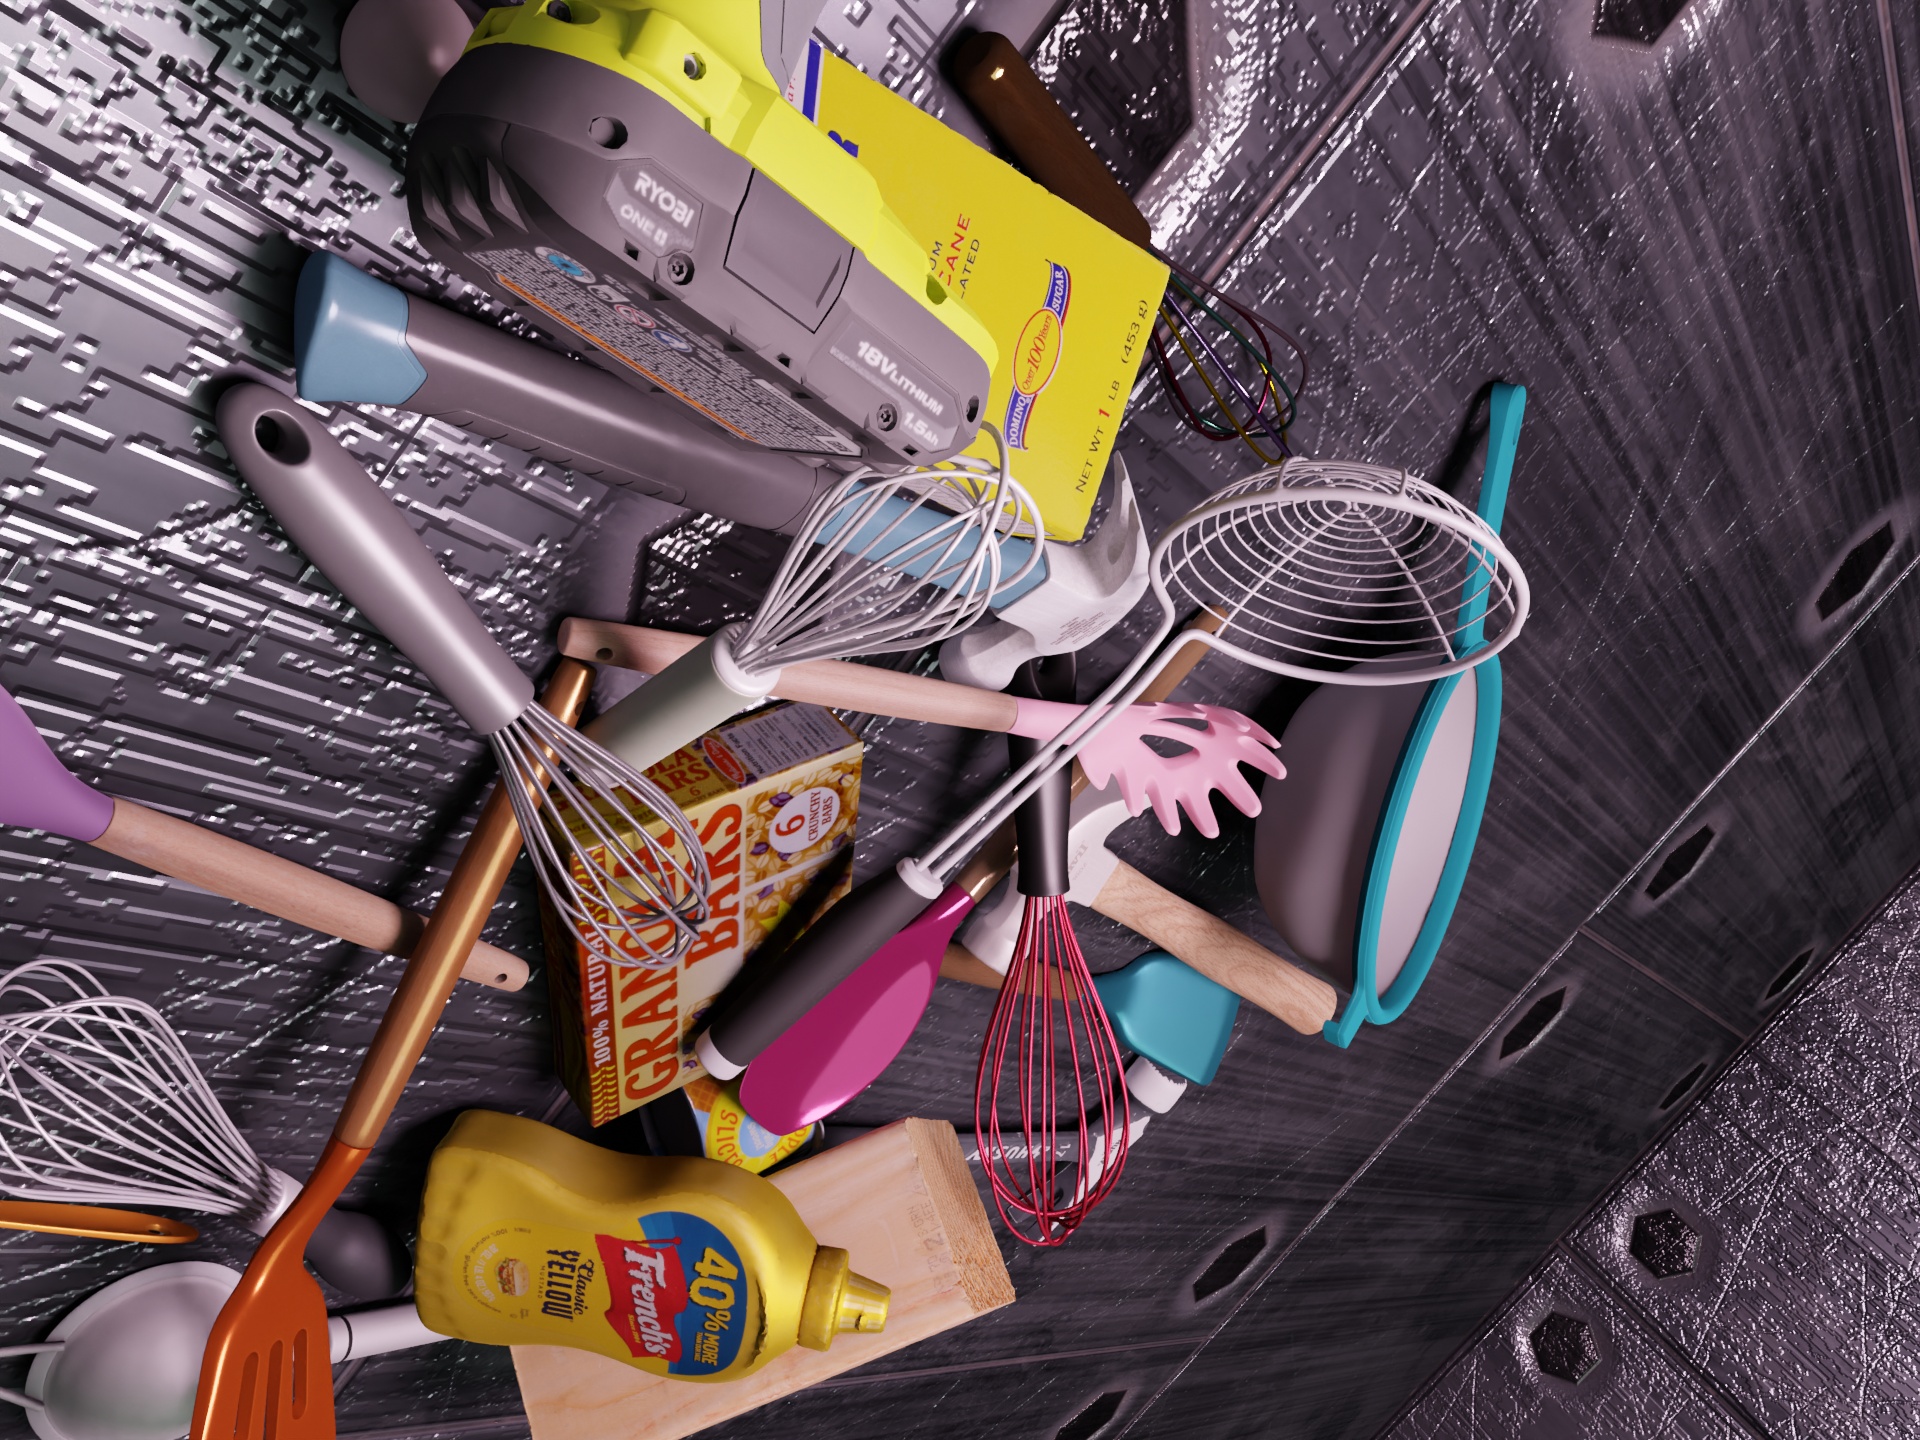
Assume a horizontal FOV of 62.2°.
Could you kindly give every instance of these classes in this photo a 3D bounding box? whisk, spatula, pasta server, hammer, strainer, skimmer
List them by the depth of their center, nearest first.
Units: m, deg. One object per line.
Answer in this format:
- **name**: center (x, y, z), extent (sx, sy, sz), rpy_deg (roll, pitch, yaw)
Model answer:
- **whisk**: center (-0.061, -0.023, 0.486), extent (0.057, 0.059, 0.246), rpy_deg (23, 149, -31)
- **whisk**: center (-0.144, -0.003, 0.486), extent (0.055, 0.055, 0.238), rpy_deg (-38, 127, -9)
- **spatula**: center (-0.241, 0.037, 0.488), extent (0.060, 0.018, 0.315), rpy_deg (-47, 144, 1)
- **hammer**: center (-0.058, -0.073, 0.519), extent (0.128, 0.033, 0.330), rpy_deg (-31, 150, 35)
- **spatula**: center (-0.193, 0.128, 0.553), extent (0.322, 0.041, 0.081), rpy_deg (-64, 165, 4)
- **whisk**: center (-0.263, 0.162, 0.565), extent (0.070, 0.070, 0.284), rpy_deg (-35, 148, -13)
- **whisk**: center (0.069, -0.164, 0.580), extent (0.244, 0.051, 0.047), rpy_deg (33, 79, -50)
- **skimmer**: center (0.036, 0.039, 0.586), extent (0.363, 0.090, 0.127), rpy_deg (-43, 131, 15)
- **pasta server**: center (-0.001, -0.002, 0.615), extent (0.316, 0.040, 0.060), rpy_deg (10, 124, -34)
- **strainer**: center (-0.271, 0.262, 0.669), extent (0.258, 0.050, 0.087), rpy_deg (13, 101, -54)
- **whisk**: center (0.037, 0.093, 0.700), extent (0.073, 0.073, 0.295), rpy_deg (-10, 103, -38)
- **strainer**: center (0.224, -0.011, 0.848), extent (0.211, 0.095, 0.340), rpy_deg (-17, 117, -58)
- **spatula**: center (0.057, 0.144, 0.866), extent (0.317, 0.044, 0.082), rpy_deg (22, 85, -50)
- **hammer**: center (0.133, 0.119, 0.888), extent (0.331, 0.031, 0.130), rpy_deg (33, 91, -47)
- **hammer**: center (-0.022, 0.246, 0.900), extent (0.408, 0.036, 0.149), rpy_deg (17, 114, -50)

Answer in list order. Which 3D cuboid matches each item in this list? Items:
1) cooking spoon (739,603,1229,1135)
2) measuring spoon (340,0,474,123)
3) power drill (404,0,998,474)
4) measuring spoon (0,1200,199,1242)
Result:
- **cooking spoon**: center (0.018, 0.060, 0.721), extent (0.319, 0.017, 0.068), rpy_deg (-46, 130, -14)
- **measuring spoon**: center (-0.103, -0.161, 0.425), extent (0.124, 0.018, 0.034), rpy_deg (3, 123, -47)
- **power drill**: center (-0.011, -0.179, 0.377), extent (0.190, 0.080, 0.228), rpy_deg (29, 80, -42)
- **measuring spoon**: center (-0.315, 0.173, 0.541), extent (0.116, 0.021, 0.011), rpy_deg (29, 82, -49)
